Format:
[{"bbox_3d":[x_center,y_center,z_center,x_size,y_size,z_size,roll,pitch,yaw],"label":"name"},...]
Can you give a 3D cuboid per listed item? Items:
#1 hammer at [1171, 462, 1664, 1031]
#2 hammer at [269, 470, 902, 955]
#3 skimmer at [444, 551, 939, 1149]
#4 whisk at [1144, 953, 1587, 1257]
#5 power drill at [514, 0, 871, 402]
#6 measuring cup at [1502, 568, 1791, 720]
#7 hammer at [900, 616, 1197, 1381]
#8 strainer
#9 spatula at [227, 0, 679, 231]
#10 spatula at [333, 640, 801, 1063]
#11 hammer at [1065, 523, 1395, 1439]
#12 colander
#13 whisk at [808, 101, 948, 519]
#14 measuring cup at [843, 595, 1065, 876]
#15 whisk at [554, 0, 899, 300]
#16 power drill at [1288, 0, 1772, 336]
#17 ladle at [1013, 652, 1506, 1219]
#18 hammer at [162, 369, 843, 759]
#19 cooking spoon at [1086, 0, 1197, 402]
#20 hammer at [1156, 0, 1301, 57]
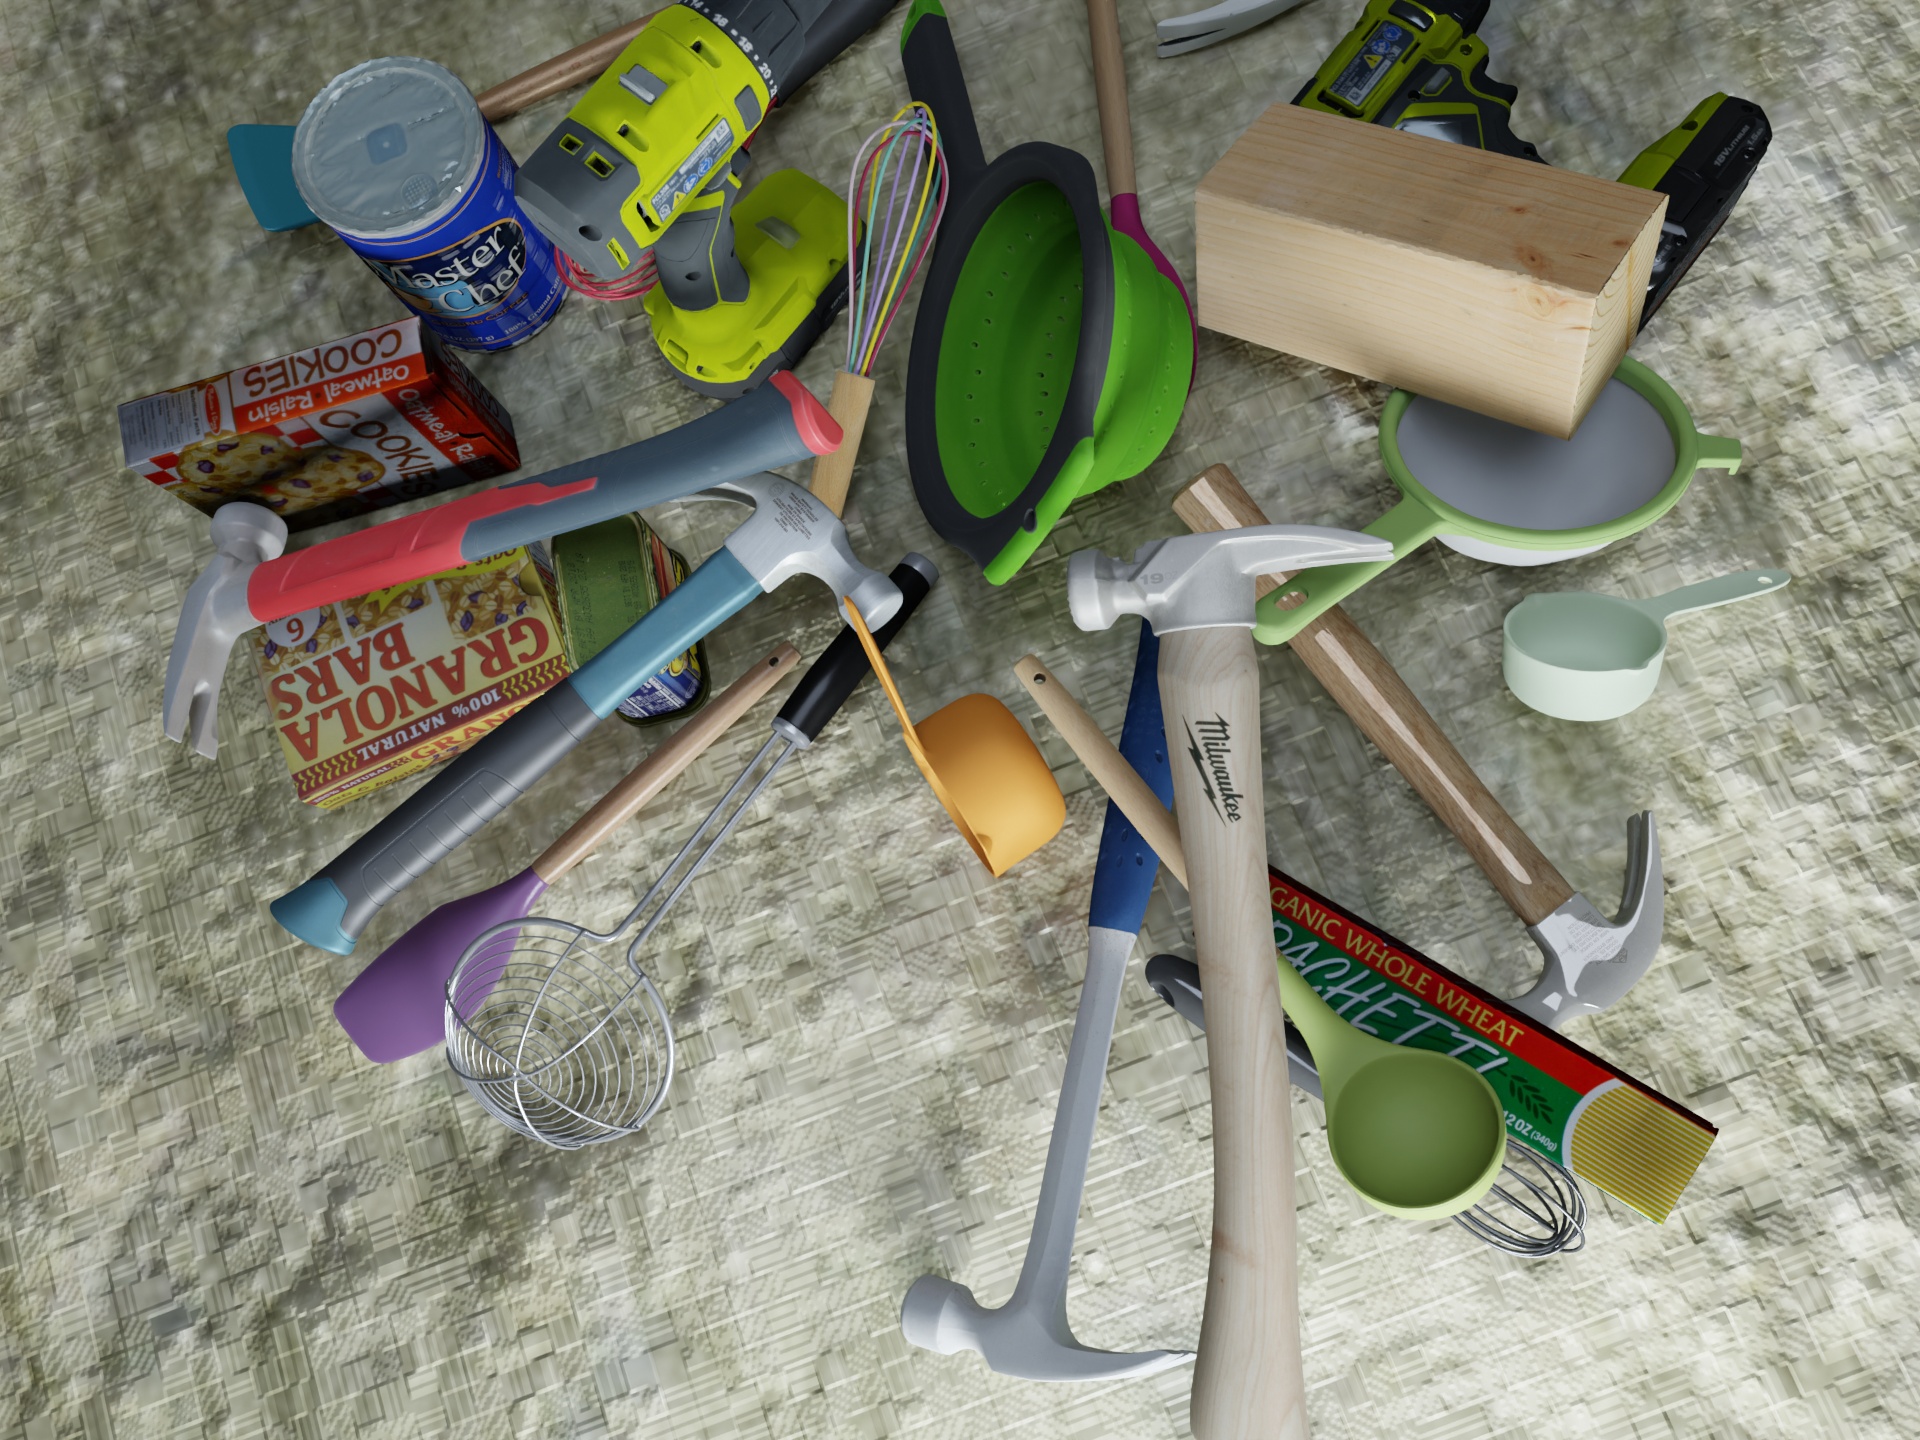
[{"bbox_3d":[0.224,0.003,0.802,0.130,0.031,0.331,-37,82,-5],"label":"hammer"},{"bbox_3d":[-0.193,-0.001,0.776,0.331,0.033,0.128,-40,77,-4],"label":"hammer"},{"bbox_3d":[-0.130,0.060,0.844,0.127,0.090,0.363,37,73,1],"label":"skimmer"},{"bbox_3d":[0.193,0.182,0.773,0.239,0.055,0.055,31,82,16],"label":"whisk"},{"bbox_3d":[-0.115,-0.277,0.817,0.080,0.228,0.190,38,84,13],"label":"power drill"},{"bbox_3d":[0.352,-0.042,0.808,0.167,0.038,0.083,-16,35,-16],"label":"measuring cup"},{"bbox_3d":[0.079,0.116,0.789,0.144,0.035,0.406,3,72,33],"label":"hammer"},{"bbox_3d":[0.246,-0.096,0.797,0.256,0.069,0.152,-34,54,-14],"label":"strainer"},{"bbox_3d":[-0.277,-0.379,0.955,0.317,0.044,0.082,-26,72,-1],"label":"spatula"},{"bbox_3d":[-0.206,0.068,0.857,0.316,0.018,0.060,-43,81,-3],"label":"spatula"},{"bbox_3d":[0.131,0.118,0.697,0.146,0.038,0.411,-6,82,18],"label":"hammer"},{"bbox_3d":[0.040,-0.255,0.864,0.094,0.204,0.397,5,57,-27],"label":"colander"},{"bbox_3d":[-0.052,-0.209,0.860,0.047,0.051,0.245,19,102,20],"label":"whisk"},{"bbox_3d":[-0.001,-0.003,0.783,0.052,0.173,0.095,-31,32,-7],"label":"measuring cup"},{"bbox_3d":[-0.127,-0.355,0.928,0.073,0.073,0.296,39,78,13],"label":"whisk"},{"bbox_3d":[0.304,-0.318,0.859,0.223,0.080,0.171,37,84,16],"label":"power drill"},{"bbox_3d":[0.128,0.090,0.737,0.078,0.062,0.320,-37,79,-8],"label":"ladle"},{"bbox_3d":[-0.234,-0.084,0.780,0.386,0.038,0.143,-12,59,22],"label":"hammer"},{"bbox_3d":[0.090,-0.317,0.894,0.069,0.017,0.319,-10,81,32],"label":"cooking spoon"},{"bbox_3d":[0.068,-0.566,0.963,0.149,0.036,0.409,-39,76,-2],"label":"hammer"}]
